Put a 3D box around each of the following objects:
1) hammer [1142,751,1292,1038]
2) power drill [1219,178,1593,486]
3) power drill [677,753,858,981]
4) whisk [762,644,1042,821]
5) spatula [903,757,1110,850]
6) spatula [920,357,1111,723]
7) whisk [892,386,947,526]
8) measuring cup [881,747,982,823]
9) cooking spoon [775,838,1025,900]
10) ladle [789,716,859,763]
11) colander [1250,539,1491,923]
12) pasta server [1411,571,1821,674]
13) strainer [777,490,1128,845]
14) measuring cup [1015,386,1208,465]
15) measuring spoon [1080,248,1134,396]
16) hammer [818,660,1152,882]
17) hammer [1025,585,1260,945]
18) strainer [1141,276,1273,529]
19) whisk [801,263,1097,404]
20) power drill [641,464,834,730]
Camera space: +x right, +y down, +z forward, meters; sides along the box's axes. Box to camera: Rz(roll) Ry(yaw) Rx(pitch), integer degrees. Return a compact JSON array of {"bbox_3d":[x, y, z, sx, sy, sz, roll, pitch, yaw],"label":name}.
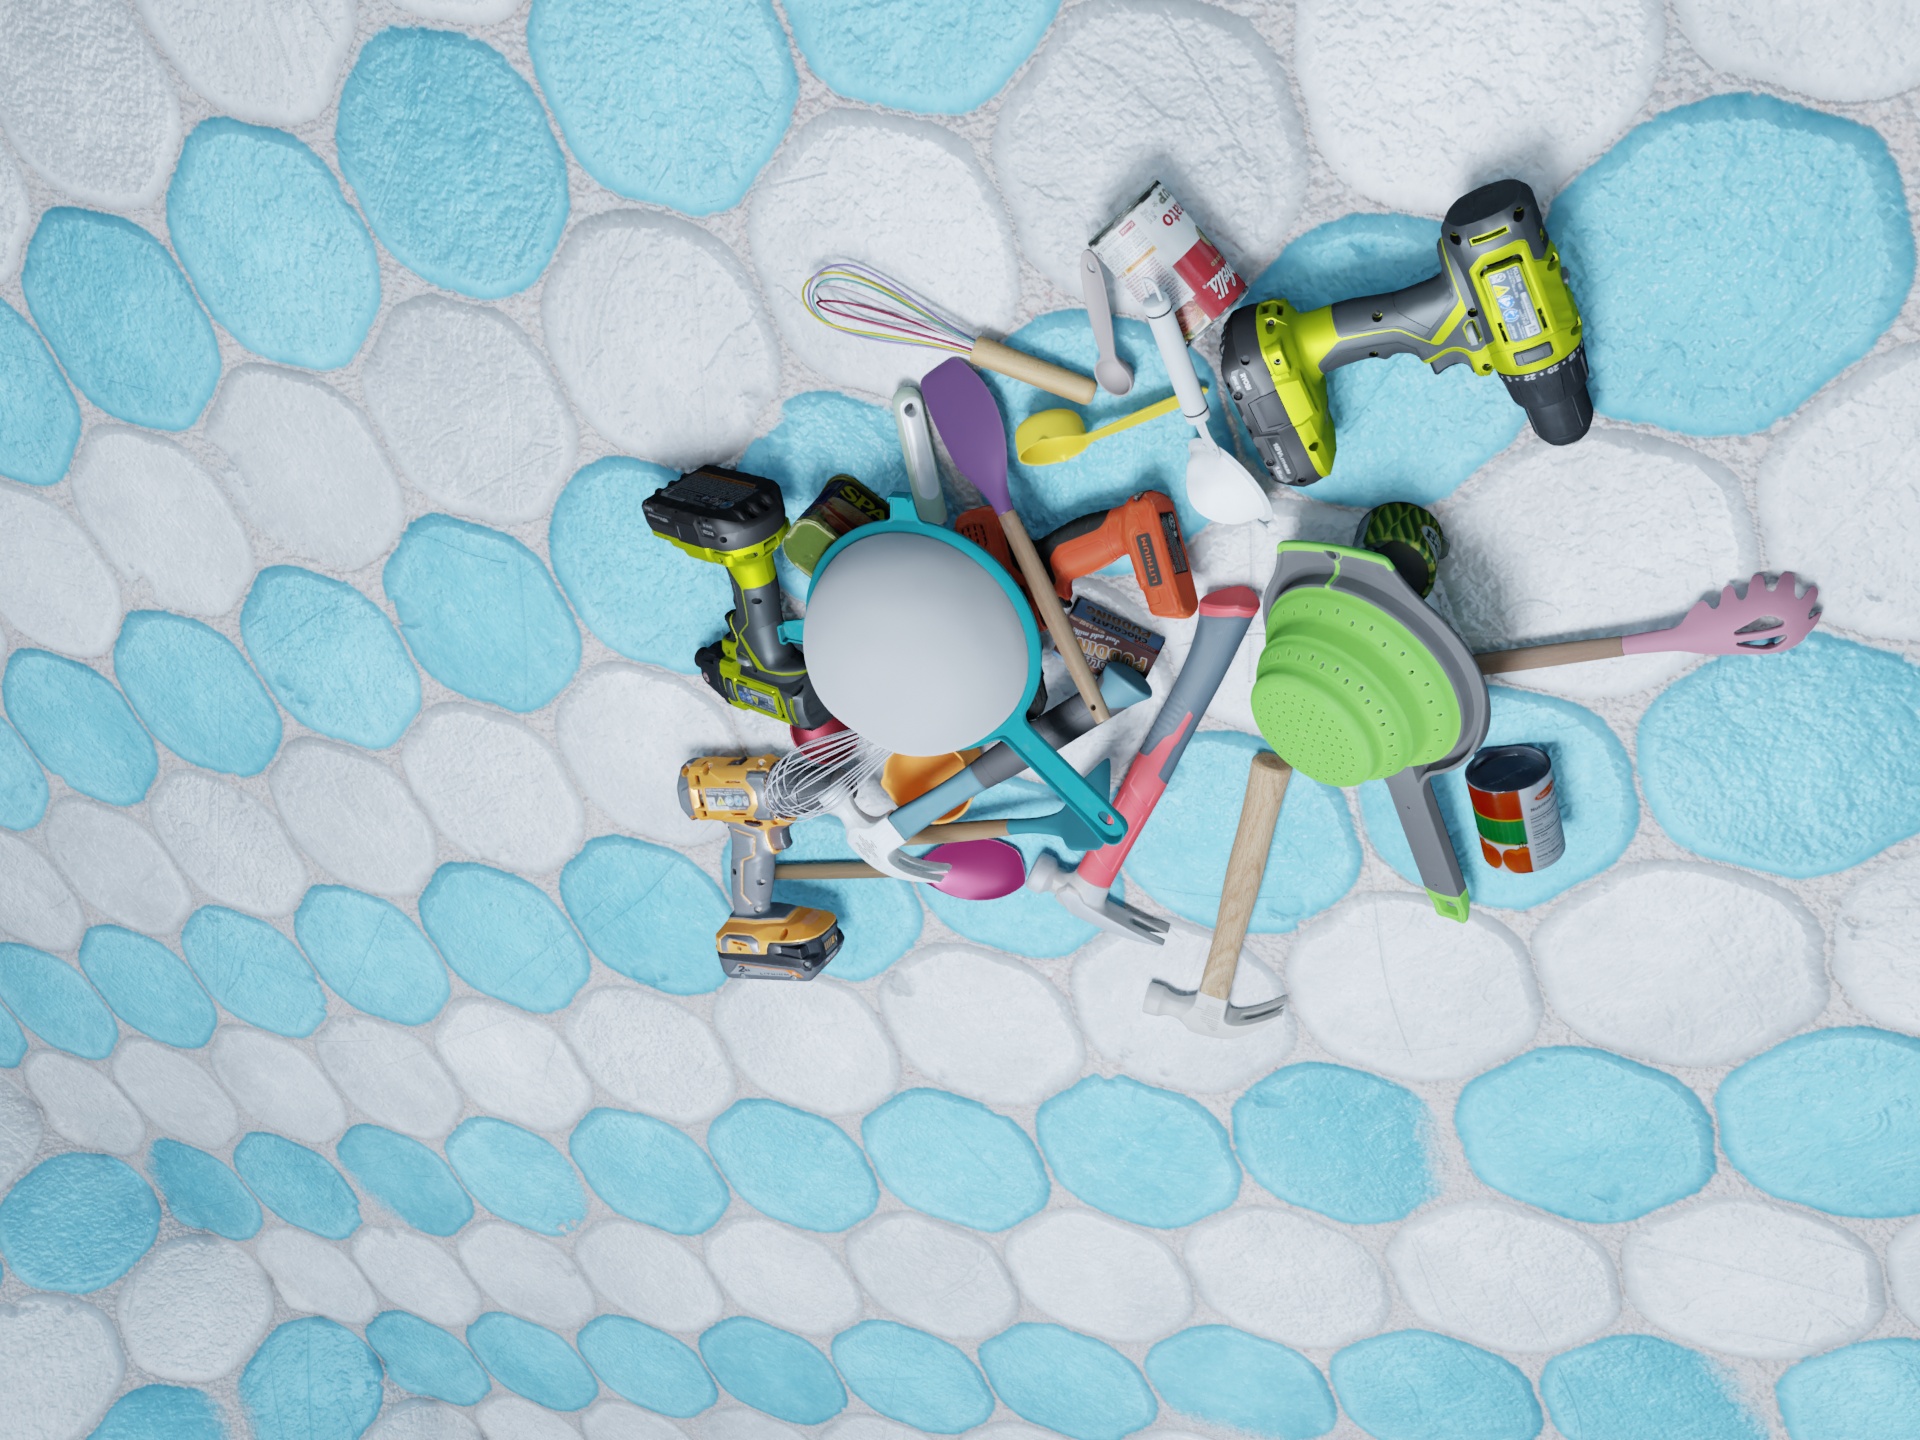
[{"bbox_3d":[0.256,0.168,1.456,0.130,0.031,0.331,16,127,13],"label":"hammer"},{"bbox_3d":[0.316,-0.248,1.113,0.228,0.080,0.190,-16,126,28],"label":"power drill"},{"bbox_3d":[-0.175,0.142,1.579,0.185,0.084,0.226,-2,108,23],"label":"power drill"},{"bbox_3d":[-0.052,0.005,1.398,0.284,0.070,0.070,-31,109,6],"label":"whisk"},{"bbox_3d":[0.020,0.096,1.478,0.317,0.082,0.044,-10,156,39],"label":"spatula"},{"bbox_3d":[0.049,-0.143,1.268,0.060,0.018,0.316,-27,86,35],"label":"spatula"},{"bbox_3d":[-0.021,-0.160,1.338,0.058,0.059,0.246,-18,115,-12],"label":"whisk"},{"bbox_3d":[-0.030,0.007,1.459,0.095,0.052,0.173,-5,110,22],"label":"measuring cup"},{"bbox_3d":[-0.083,0.149,1.597,0.319,0.017,0.068,-4,112,25],"label":"cooking spoon"},{"bbox_3d":[-0.082,-0.056,1.418,0.069,0.031,0.315,36,139,-1],"label":"ladle"},{"bbox_3d":[0.324,0.044,1.260,0.205,0.094,0.396,18,144,50],"label":"colander"},{"bbox_3d":[0.477,-0.057,1.212,0.316,0.040,0.060,-8,119,32],"label":"pasta server"},{"bbox_3d":[-0.002,-0.004,1.280,0.340,0.095,0.211,44,127,-2],"label":"strainer"},{"bbox_3d":[0.115,-0.239,1.236,0.156,0.062,0.029,-19,77,18],"label":"measuring cup"},{"bbox_3d":[0.110,-0.299,1.192,0.034,0.018,0.124,20,144,36],"label":"measuring spoon"},{"bbox_3d":[0.027,0.041,1.402,0.331,0.033,0.128,-33,99,30],"label":"hammer"},{"bbox_3d":[0.185,0.046,1.399,0.143,0.038,0.386,26,129,3],"label":"hammer"},{"bbox_3d":[0.173,-0.219,1.167,0.087,0.050,0.258,39,165,46],"label":"strainer"},{"bbox_3d":[-0.011,-0.295,1.245,0.245,0.047,0.051,22,127,4],"label":"whisk"},{"bbox_3d":[-0.200,-0.107,1.421,0.171,0.080,0.223,19,134,39],"label":"power drill"}]
